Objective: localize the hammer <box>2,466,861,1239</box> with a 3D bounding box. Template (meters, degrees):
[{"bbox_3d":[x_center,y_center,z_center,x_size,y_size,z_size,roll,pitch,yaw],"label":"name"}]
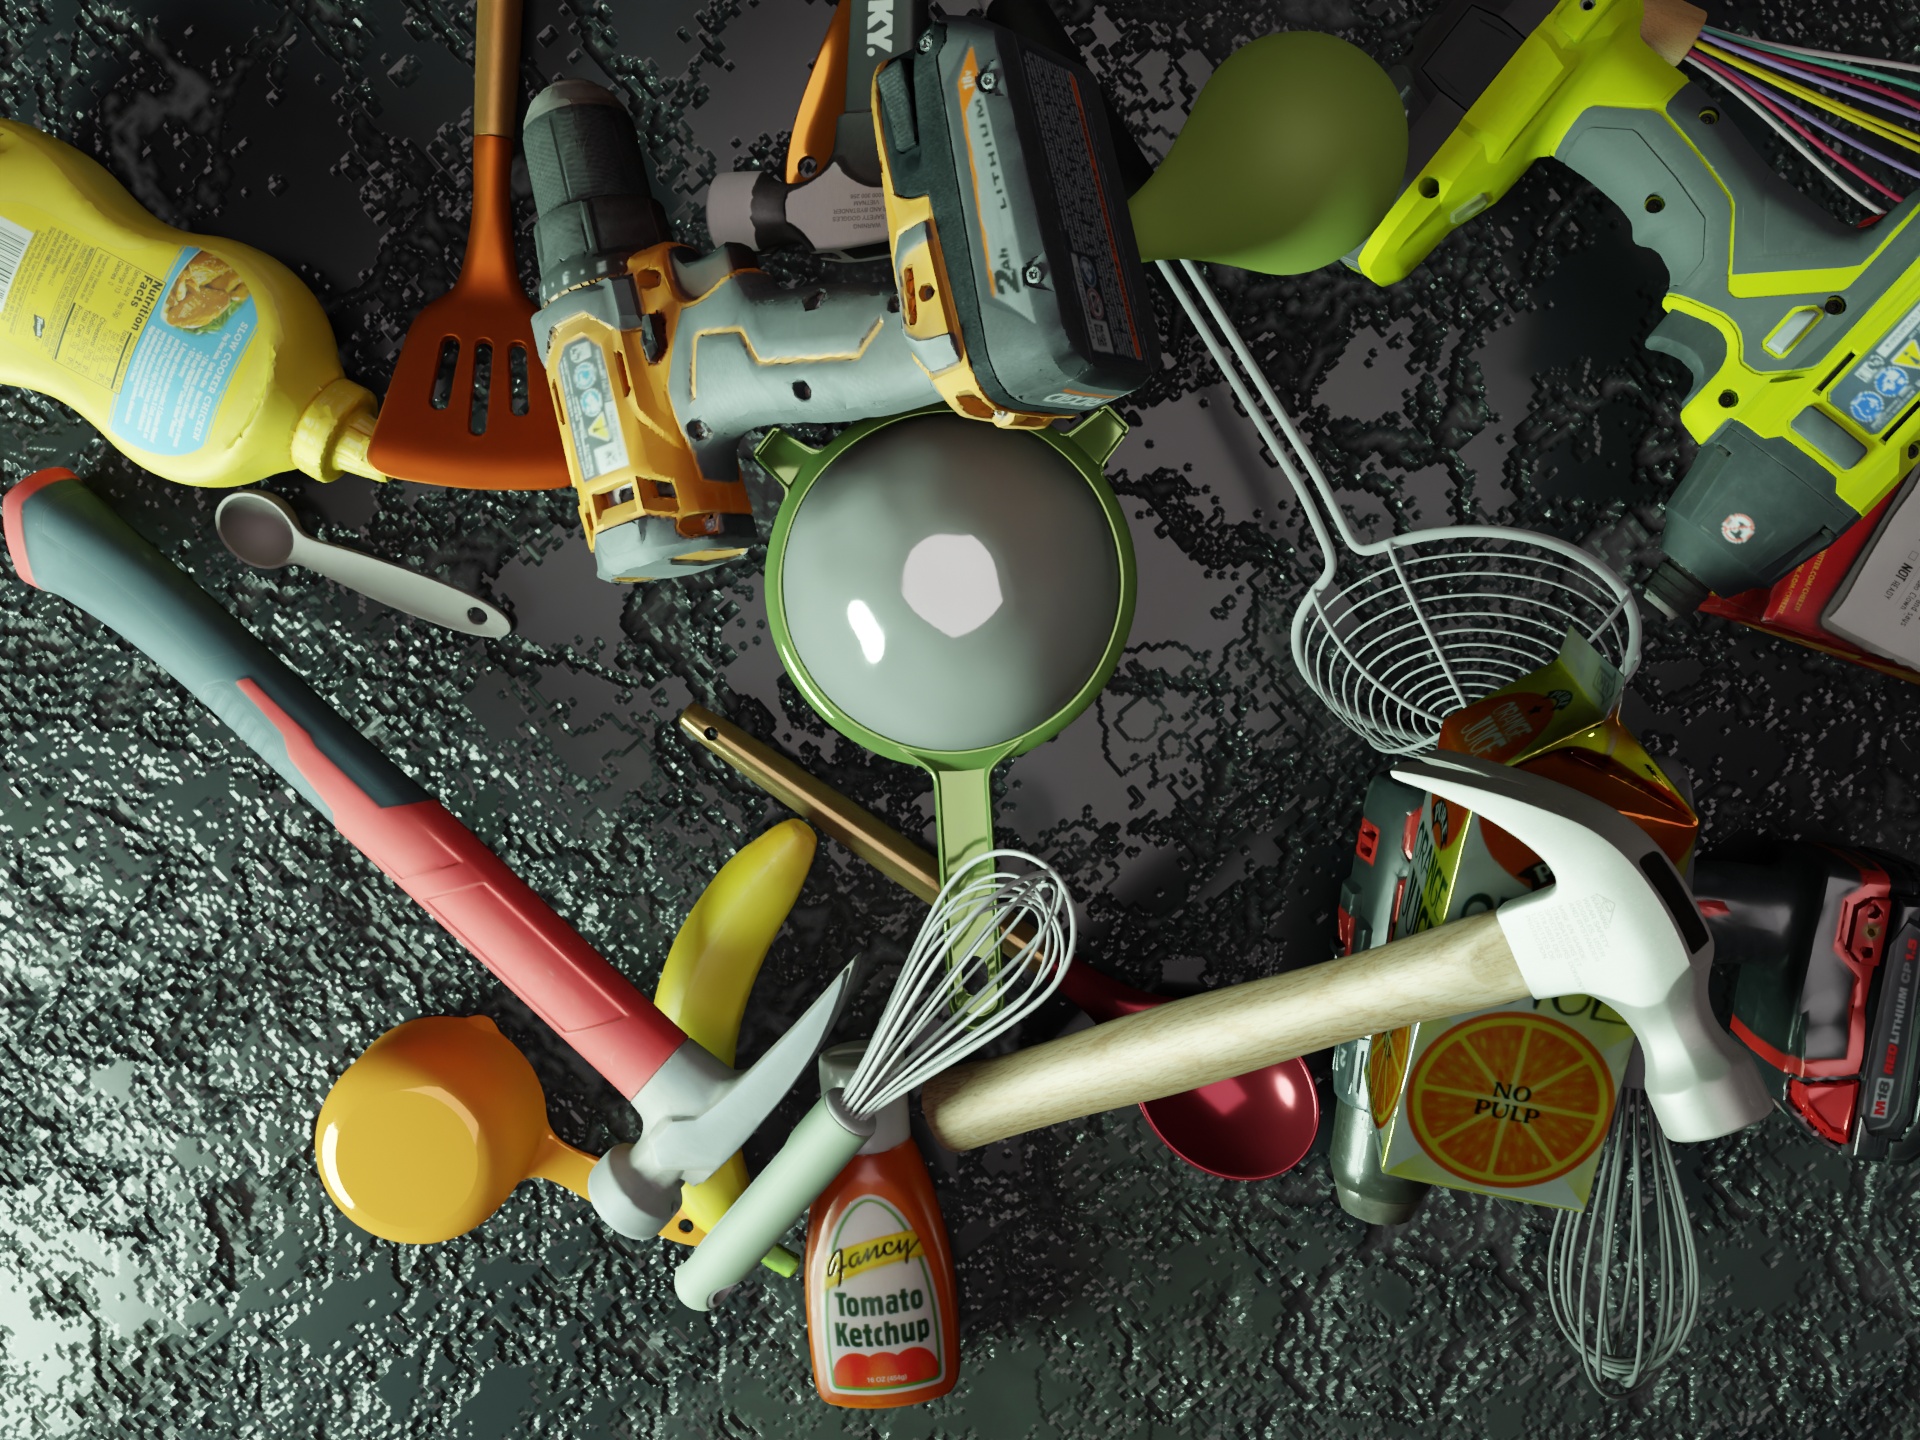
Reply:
[{"bbox_3d":[-0.219,0.026,0.630,0.386,0.038,0.143,42,101,2],"label":"hammer"}]

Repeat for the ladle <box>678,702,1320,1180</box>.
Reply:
[{"bbox_3d":[0.014,0.087,0.665,0.315,0.031,0.069,35,94,-2],"label":"ladle"}]

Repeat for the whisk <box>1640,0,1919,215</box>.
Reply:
[{"bbox_3d":[0.299,-0.251,0.610,0.245,0.051,0.047,26,63,2],"label":"whisk"}]

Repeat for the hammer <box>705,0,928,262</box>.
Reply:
[{"bbox_3d":[-0.019,-0.343,0.588,0.146,0.035,0.335,3,94,17],"label":"hammer"}]

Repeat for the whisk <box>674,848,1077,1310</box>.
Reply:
[{"bbox_3d":[-0.039,0.147,0.622,0.059,0.057,0.246,46,108,23],"label":"whisk"}]

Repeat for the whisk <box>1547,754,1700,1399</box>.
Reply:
[{"bbox_3d":[0.251,0.132,0.587,0.055,0.055,0.239,4,93,0],"label":"whisk"}]

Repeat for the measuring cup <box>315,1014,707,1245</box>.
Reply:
[{"bbox_3d":[-0.186,0.191,0.668,0.173,0.052,0.095,24,98,0],"label":"measuring cup"}]

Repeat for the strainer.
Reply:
[{"bbox_3d":[-0.001,-0.002,0.618,0.151,0.069,0.256,-3,91,0],"label":"strainer"}]

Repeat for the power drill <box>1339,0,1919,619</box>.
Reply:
[{"bbox_3d":[0.244,-0.159,0.566,0.223,0.080,0.171,43,109,12],"label":"power drill"}]

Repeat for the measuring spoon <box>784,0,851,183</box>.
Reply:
[{"bbox_3d":[-0.045,-0.261,0.627,0.021,0.011,0.117,23,101,12],"label":"measuring spoon"}]

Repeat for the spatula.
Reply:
[{"bbox_3d":[-0.179,-0.251,0.613,0.081,0.041,0.322,3,97,-12],"label":"spatula"}]

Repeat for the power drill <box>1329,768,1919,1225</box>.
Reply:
[{"bbox_3d":[0.261,0.122,0.642,0.226,0.080,0.188,7,98,3],"label":"power drill"}]

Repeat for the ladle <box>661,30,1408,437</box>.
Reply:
[{"bbox_3d":[0.007,-0.157,0.589,0.320,0.062,0.078,-18,110,25],"label":"ladle"}]

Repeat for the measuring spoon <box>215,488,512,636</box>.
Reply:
[{"bbox_3d":[-0.243,-0.064,0.655,0.124,0.018,0.034,22,123,-8],"label":"measuring spoon"}]

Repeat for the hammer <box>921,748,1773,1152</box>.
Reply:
[{"bbox_3d":[0.099,0.108,0.567,0.331,0.031,0.130,-28,81,43],"label":"hammer"}]

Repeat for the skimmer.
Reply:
[{"bbox_3d":[0.125,-0.140,0.620,0.127,0.090,0.363,-36,83,46],"label":"skimmer"}]

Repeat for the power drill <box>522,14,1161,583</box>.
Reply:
[{"bbox_3d":[-0.060,-0.161,0.551,0.226,0.084,0.185,-14,89,33],"label":"power drill"}]
